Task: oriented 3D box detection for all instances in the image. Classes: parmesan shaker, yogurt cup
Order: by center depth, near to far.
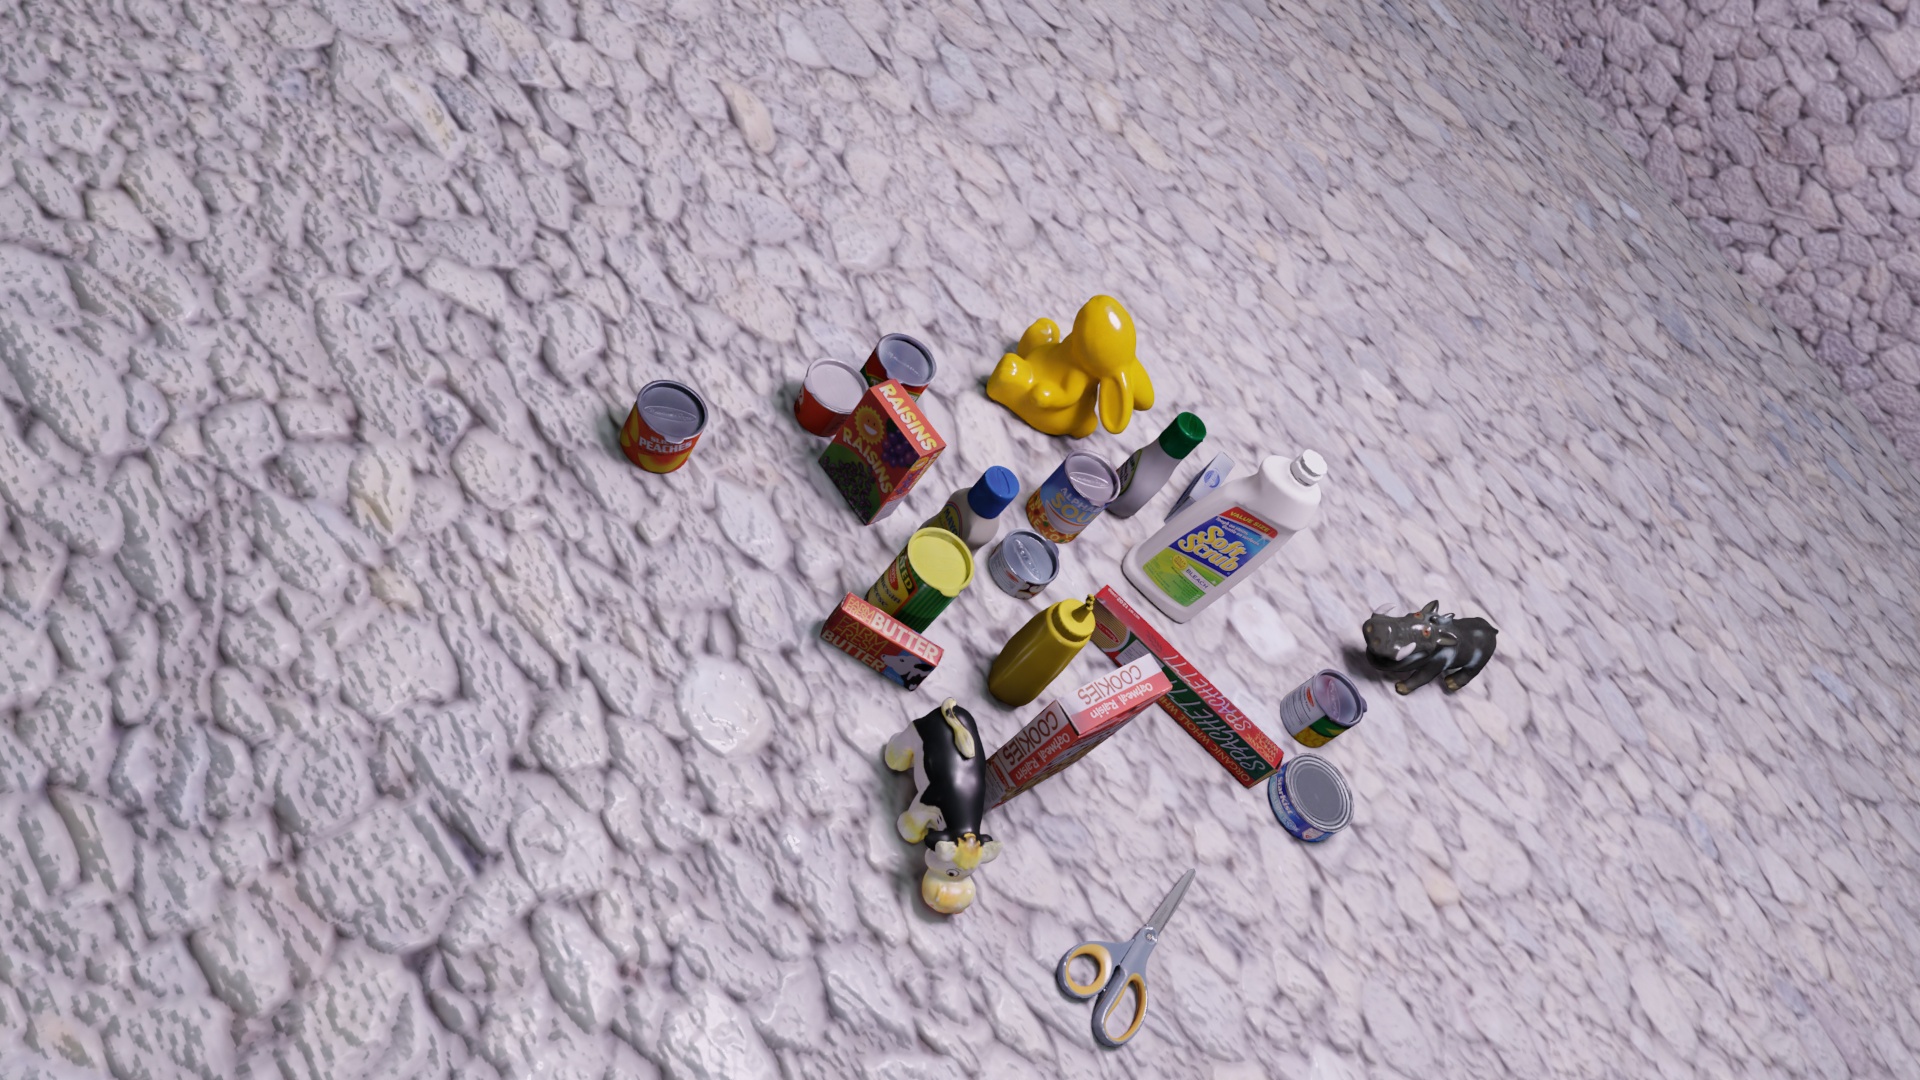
[{"bbox_3d":[-0.039,0.045,1.270,0.071,0.102,0.071,17,51,-22],"label":"parmesan shaker"},{"bbox_3d":[-0.131,-0.140,1.380,0.072,0.053,0.073,17,51,-22],"label":"yogurt cup"}]

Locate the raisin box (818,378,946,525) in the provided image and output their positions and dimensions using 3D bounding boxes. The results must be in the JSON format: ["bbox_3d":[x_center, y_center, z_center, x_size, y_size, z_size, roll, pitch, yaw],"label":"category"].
[{"bbox_3d":[-0.076,-0.083,1.326,0.040,0.122,0.086,-26,74,-41],"label":"raisin box"}]

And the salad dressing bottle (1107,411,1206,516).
[{"bbox_3d":[0.207,-0.082,1.486,0.044,0.147,0.064,27,48,-14],"label":"salad dressing bottle"}]

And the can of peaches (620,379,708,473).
[{"bbox_3d":[-0.270,-0.101,1.262,0.071,0.057,0.071,17,51,-22],"label":"can of peaches"}]

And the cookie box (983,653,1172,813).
[{"bbox_3d":[0.094,0.170,1.218,0.123,0.166,0.040,-20,71,-40],"label":"cookie box"}]

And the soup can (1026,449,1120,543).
[{"bbox_3d":[0.116,-0.043,1.445,0.071,0.083,0.072,17,51,-22],"label":"soup can"}]

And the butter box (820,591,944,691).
[{"bbox_3d":[-0.071,0.092,1.250,0.103,0.053,0.024,32,47,-8],"label":"butter box"}]

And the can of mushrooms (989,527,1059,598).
[{"bbox_3d":[0.066,0.023,1.400,0.071,0.033,0.071,17,51,-22],"label":"can of mushrooms"}]

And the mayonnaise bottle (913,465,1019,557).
[{"bbox_3d":[0.005,-0.016,1.311,0.041,0.147,0.065,-2,60,-33],"label":"mayonnaise bottle"}]

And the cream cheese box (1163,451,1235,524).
[{"bbox_3d":[0.271,-0.055,1.572,0.024,0.053,0.104,42,46,0],"label":"cream cheese box"}]

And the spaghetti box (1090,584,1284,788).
[{"bbox_3d":[0.218,0.147,1.394,0.250,0.050,0.029,44,46,2],"label":"spaghetti box"}]

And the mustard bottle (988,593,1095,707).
[{"bbox_3d":[0.081,0.094,1.271,0.049,0.159,0.066,30,47,-10],"label":"mustard bottle"}]

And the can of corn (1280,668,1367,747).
[{"bbox_3d":[0.384,0.179,1.470,0.071,0.058,0.071,17,51,-22],"label":"can of corn"}]

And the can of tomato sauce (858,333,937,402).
[{"bbox_3d":[-0.072,-0.158,1.410,0.071,0.082,0.071,17,51,-22],"label":"can of tomato sauce"}]
